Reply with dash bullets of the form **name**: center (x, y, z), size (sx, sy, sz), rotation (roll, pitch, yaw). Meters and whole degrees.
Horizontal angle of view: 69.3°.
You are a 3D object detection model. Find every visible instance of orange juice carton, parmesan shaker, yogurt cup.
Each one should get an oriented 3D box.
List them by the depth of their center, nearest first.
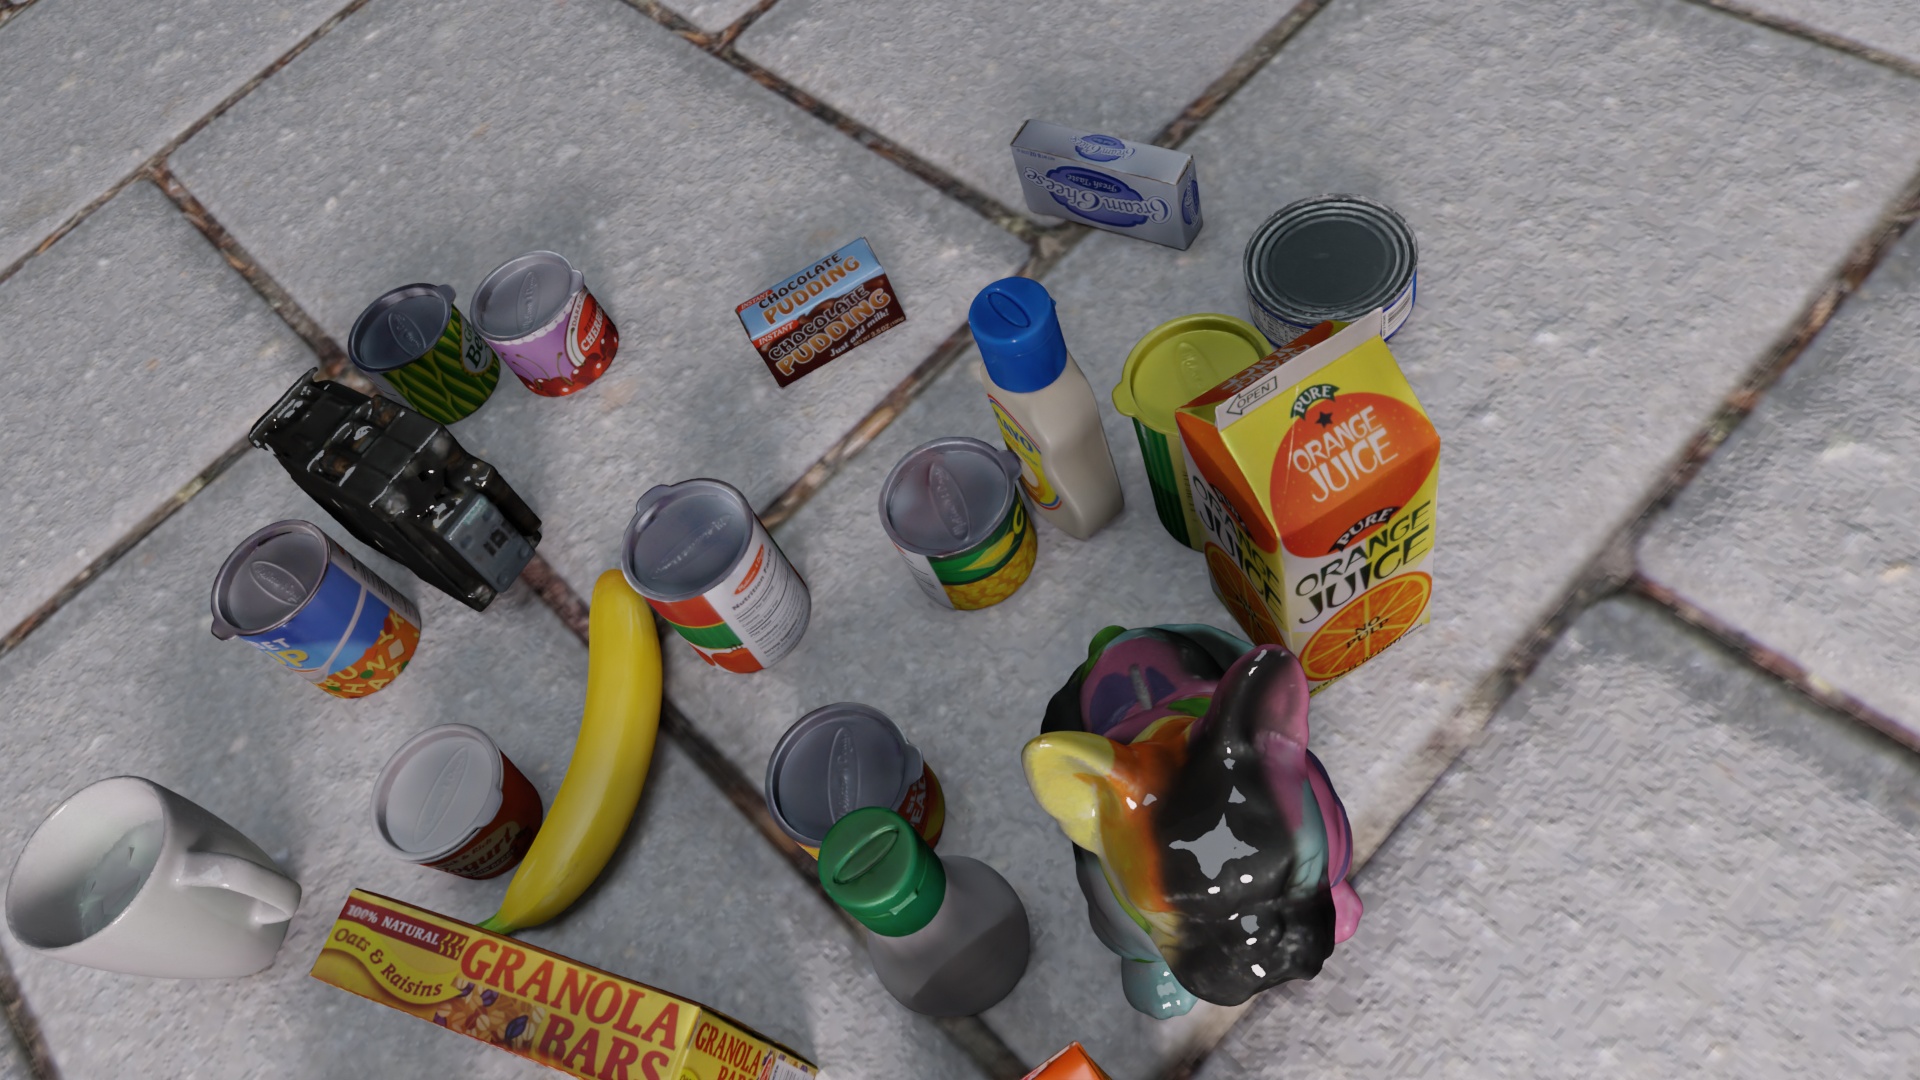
- **orange juice carton**: center (0.140, -0.016, 0.558), size (0.072, 0.192, 0.073), rotation (-31, 56, -3)
- **parmesan shaker**: center (0.112, -0.046, 0.638), size (0.071, 0.102, 0.071), rotation (-8, 58, 12)
- **yogurt cup**: center (-0.238, 0.128, 0.665), size (0.072, 0.053, 0.073), rotation (-7, 58, 12)

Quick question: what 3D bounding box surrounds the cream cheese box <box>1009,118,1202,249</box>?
- **cream cheese box**: center (0.081, -0.197, 0.769), size (0.104, 0.053, 0.024), rotation (21, 68, 26)

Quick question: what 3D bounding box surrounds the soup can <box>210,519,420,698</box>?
- **soup can**: center (-0.339, 0.040, 0.731), size (0.071, 0.083, 0.071), rotation (-8, 58, 12)

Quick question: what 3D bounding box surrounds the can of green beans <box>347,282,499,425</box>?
- **can of green beans**: center (-0.320, -0.111, 0.832), size (0.071, 0.057, 0.071), rotation (-7, 58, 12)

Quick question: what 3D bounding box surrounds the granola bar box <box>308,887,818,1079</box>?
- **granola bar box**: center (-0.154, 0.194, 0.558), size (0.165, 0.123, 0.039), rotation (10, 63, 22)

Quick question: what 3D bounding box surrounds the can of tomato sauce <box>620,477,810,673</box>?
- **can of tomato sauce**: center (-0.119, 0.018, 0.679), size (0.071, 0.082, 0.071), rotation (-8, 58, 12)

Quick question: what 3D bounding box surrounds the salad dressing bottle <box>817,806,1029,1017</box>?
- **salad dressing bottle**: center (-0.013, 0.143, 0.533), size (0.064, 0.147, 0.044), rotation (-39, 57, -8)

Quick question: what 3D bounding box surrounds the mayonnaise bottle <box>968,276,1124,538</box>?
- **mayonnaise bottle**: center (0.038, -0.061, 0.642), size (0.041, 0.147, 0.065), rotation (-37, 57, -7)

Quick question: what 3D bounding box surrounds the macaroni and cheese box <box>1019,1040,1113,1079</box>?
- **macaroni and cheese box**: center (0.015, 0.233, 0.459), size (0.124, 0.165, 0.040), rotation (-37, 57, -7)

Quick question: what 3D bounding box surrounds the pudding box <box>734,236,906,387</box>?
- **pudding box**: center (-0.077, -0.128, 0.776), size (0.084, 0.049, 0.030), rotation (-29, 56, -2)

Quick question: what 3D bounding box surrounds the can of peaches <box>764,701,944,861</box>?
- **can of peaches**: center (-0.043, 0.113, 0.614), size (0.071, 0.058, 0.071), rotation (-7, 58, 12)

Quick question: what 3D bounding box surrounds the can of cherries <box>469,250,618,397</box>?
- **can of cherries**: center (-0.242, -0.127, 0.819), size (0.071, 0.058, 0.072), rotation (-7, 58, 12)

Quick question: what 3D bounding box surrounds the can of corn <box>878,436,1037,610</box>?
- **can of corn**: center (0.002, -0.008, 0.675), size (0.071, 0.058, 0.071), rotation (-7, 58, 12)
